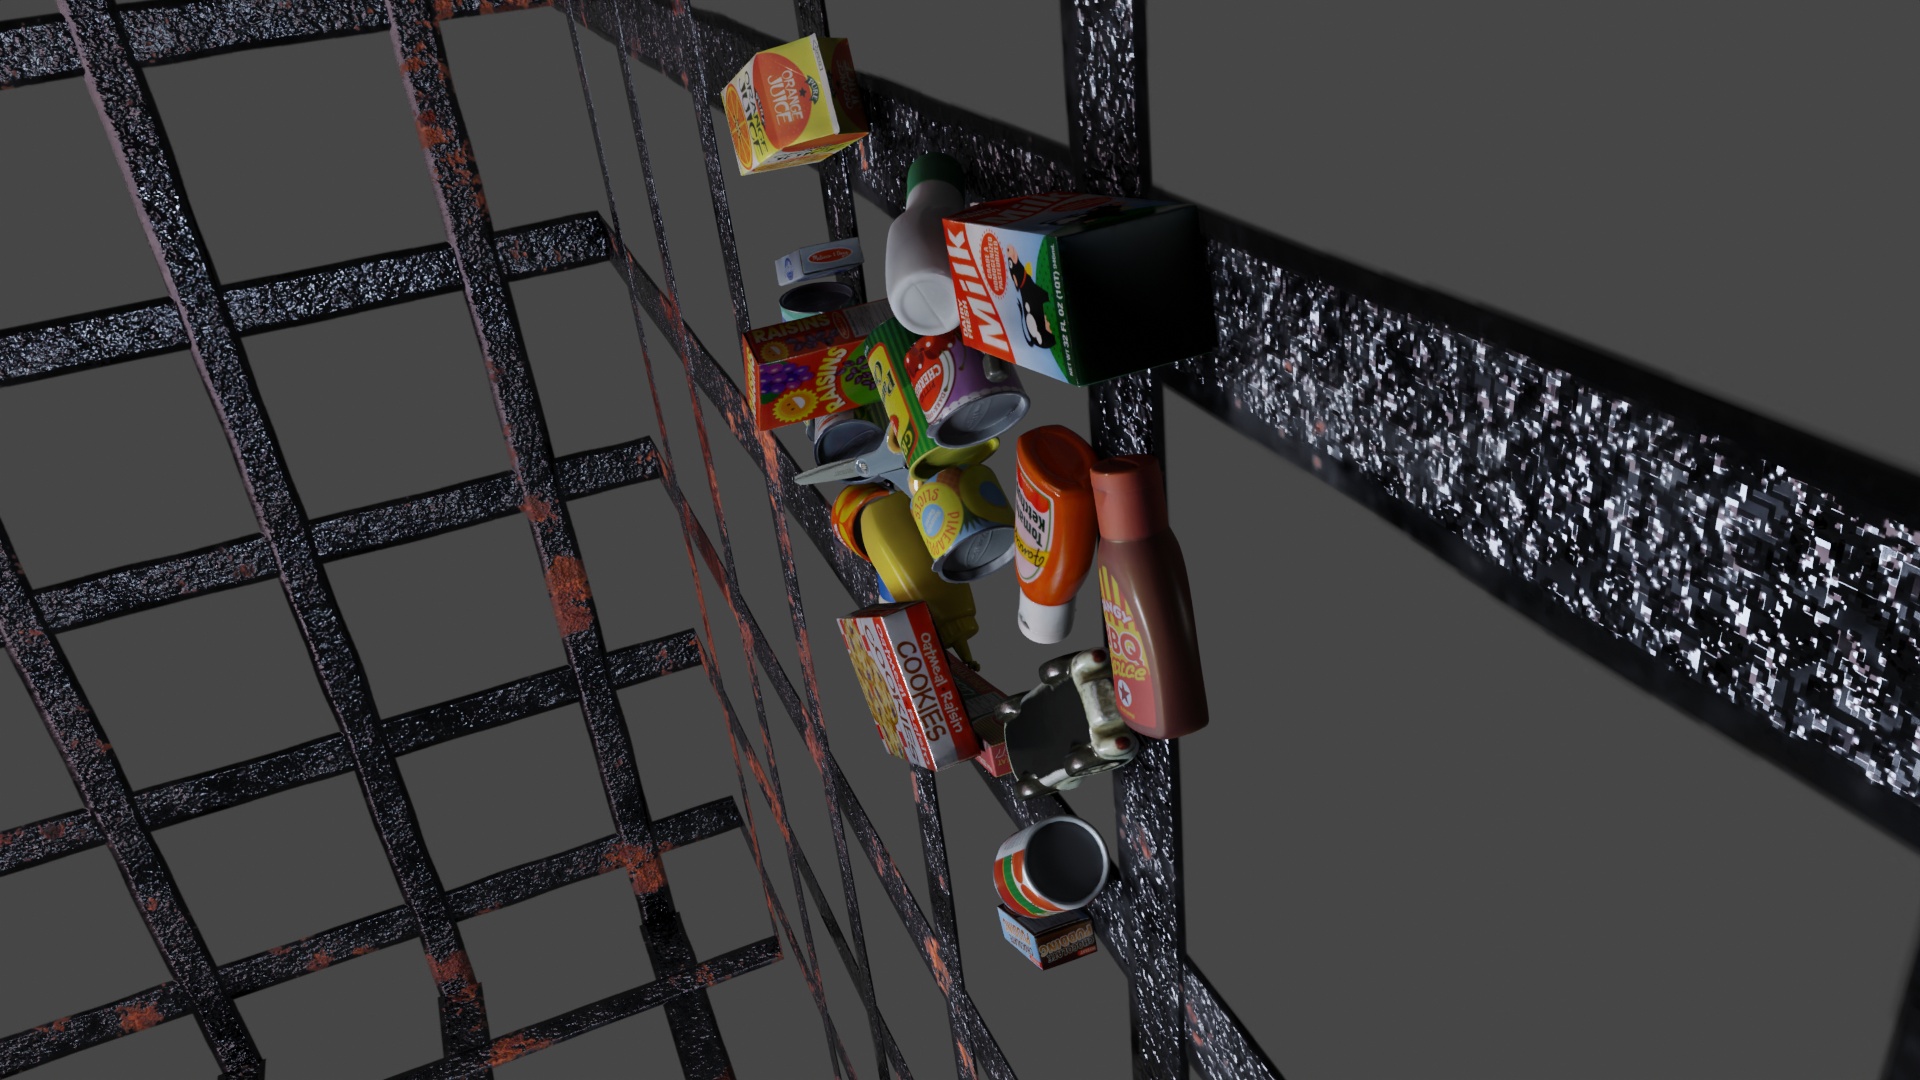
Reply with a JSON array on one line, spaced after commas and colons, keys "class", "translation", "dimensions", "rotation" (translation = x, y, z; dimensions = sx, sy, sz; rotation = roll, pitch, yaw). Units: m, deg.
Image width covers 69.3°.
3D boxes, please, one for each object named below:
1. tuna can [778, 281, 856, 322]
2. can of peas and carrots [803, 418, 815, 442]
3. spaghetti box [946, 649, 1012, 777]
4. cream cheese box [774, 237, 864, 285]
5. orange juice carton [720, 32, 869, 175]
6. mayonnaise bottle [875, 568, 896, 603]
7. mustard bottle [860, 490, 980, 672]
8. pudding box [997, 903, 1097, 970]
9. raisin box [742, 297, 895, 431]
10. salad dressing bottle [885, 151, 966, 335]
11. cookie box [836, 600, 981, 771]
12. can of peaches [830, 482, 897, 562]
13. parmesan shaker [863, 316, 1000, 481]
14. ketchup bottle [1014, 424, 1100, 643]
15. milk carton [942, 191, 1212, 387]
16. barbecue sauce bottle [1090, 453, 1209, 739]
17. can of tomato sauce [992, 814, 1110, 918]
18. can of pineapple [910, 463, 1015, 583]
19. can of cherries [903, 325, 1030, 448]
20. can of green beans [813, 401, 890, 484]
[{"class": "tuna can", "translation": [-0.120, -0.194, 1.194], "dimensions": [0.071, 0.071, 0.032], "rotation": [-130, 28, -53]}, {"class": "can of peas and carrots", "translation": [-0.113, -0.120, 1.230], "dimensions": [0.059, 0.071, 0.070], "rotation": [-131, 30, -55]}, {"class": "spaghetti box", "translation": [0.004, 0.133, 1.131], "dimensions": [0.250, 0.050, 0.028], "rotation": [-153, 50, -68]}, {"class": "cream cheese box", "translation": [-0.121, -0.237, 1.181], "dimensions": [0.104, 0.053, 0.024], "rotation": [-165, 63, -70]}, {"class": "orange juice carton", "translation": [-0.126, -0.335, 1.073], "dimensions": [0.193, 0.073, 0.071], "rotation": [-162, 57, -69]}, {"class": "mayonnaise bottle", "translation": [-0.051, 0.078, 1.267], "dimensions": [0.065, 0.041, 0.147], "rotation": [-130, 28, -56]}, {"class": "mustard bottle", "translation": [-0.025, 0.037, 1.114], "dimensions": [0.160, 0.065, 0.048], "rotation": [64, 157, 17]}, {"class": "pudding box", "translation": [0.067, 0.302, 1.086], "dimensions": [0.083, 0.050, 0.030], "rotation": [-172, 69, -71]}, {"class": "raisin box", "translation": [-0.108, -0.141, 1.108], "dimensions": [0.085, 0.124, 0.040], "rotation": [101, 148, -56]}, {"class": "salad dressing bottle", "translation": [-0.016, -0.183, 0.834], "dimensions": [0.064, 0.044, 0.148], "rotation": [51, -154, -35]}, {"class": "cookie box", "translation": [-0.043, 0.110, 1.090], "dimensions": [0.123, 0.040, 0.167], "rotation": [70, 164, -2]}, {"class": "can of peaches", "translation": [-0.075, -0.014, 1.210], "dimensions": [0.058, 0.071, 0.071], "rotation": [-153, 49, -66]}, {"class": "parmesan shaker", "translation": [-0.021, -0.101, 0.971], "dimensions": [0.071, 0.071, 0.103], "rotation": [116, 136, -65]}, {"class": "ketchup bottle", "translation": [0.057, 0.003, 0.855], "dimensions": [0.148, 0.043, 0.065], "rotation": [91, 156, -45]}, {"class": "milk carton", "translation": [0.047, -0.135, 0.712], "dimensions": [0.191, 0.073, 0.072], "rotation": [-145, 41, -64]}, {"class": "barbecue sauce bottle", "translation": [0.099, 0.029, 0.747], "dimensions": [0.065, 0.044, 0.148], "rotation": [-148, 45, -67]}, {"class": "can of tomato sauce", "translation": [0.066, 0.238, 1.004], "dimensions": [0.082, 0.071, 0.071], "rotation": [123, 129, -67]}, {"class": "can of pineapple", "translation": [0.003, -0.012, 0.967], "dimensions": [0.070, 0.071, 0.058], "rotation": [101, 148, -56]}, {"class": "can of cherries", "translation": [0.002, -0.100, 0.888], "dimensions": [0.071, 0.072, 0.058], "rotation": [112, 139, -63]}, {"class": "can of green beans", "translation": [-0.090, -0.090, 1.172], "dimensions": [0.058, 0.071, 0.071], "rotation": [-96, 3, -52]}]
